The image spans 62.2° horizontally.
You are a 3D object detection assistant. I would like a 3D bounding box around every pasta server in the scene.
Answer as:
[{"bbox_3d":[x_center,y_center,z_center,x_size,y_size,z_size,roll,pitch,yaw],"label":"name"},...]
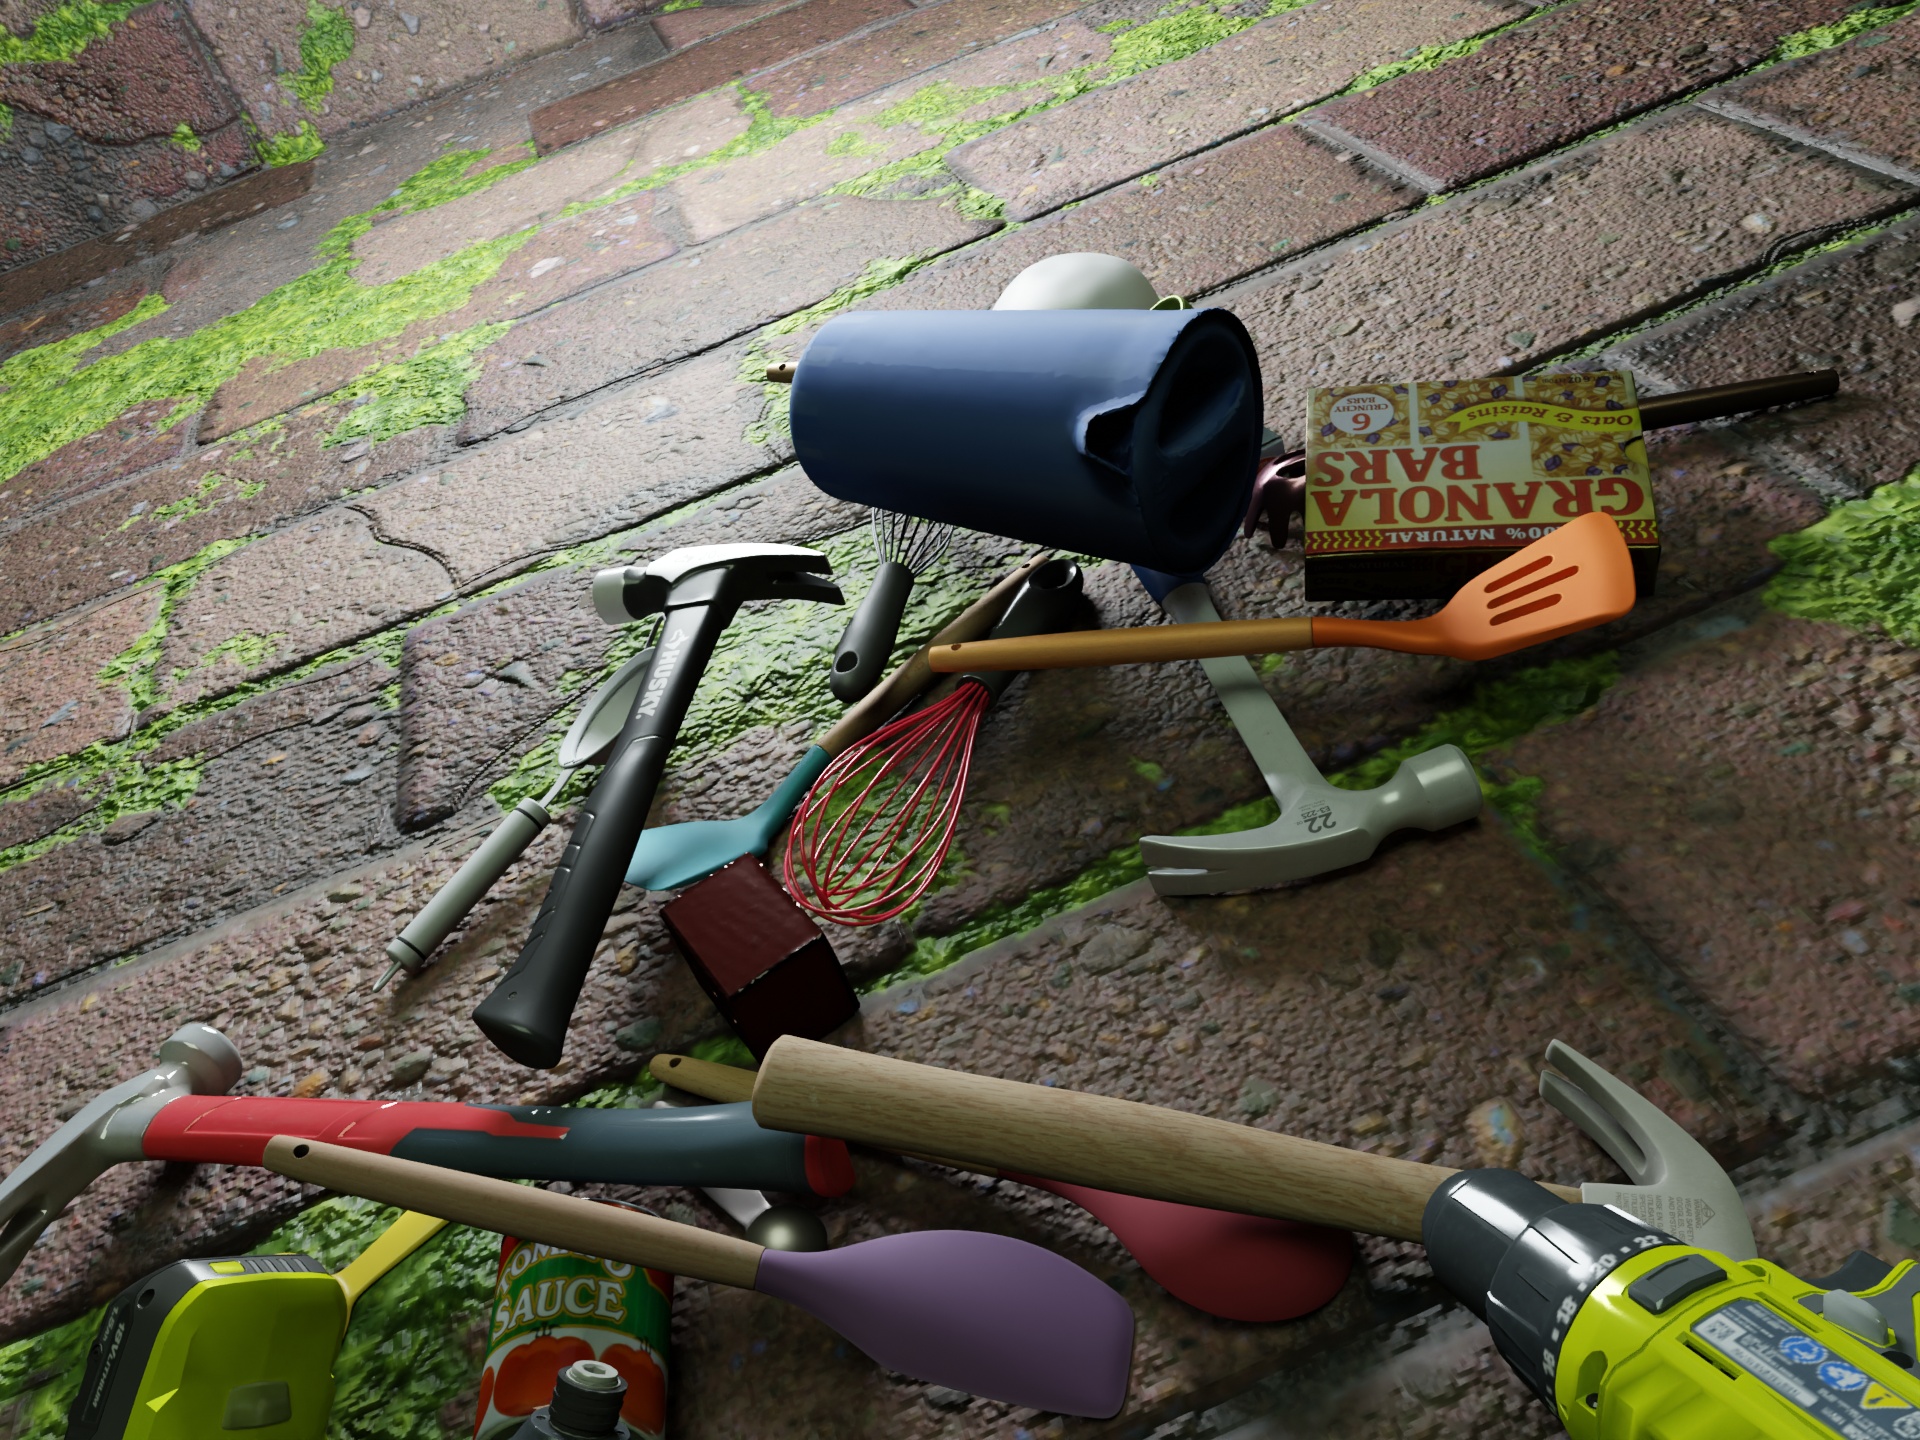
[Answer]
[{"bbox_3d":[0.310,-0.149,0.868,0.316,0.040,0.060,-9,38,8],"label":"pasta server"}]

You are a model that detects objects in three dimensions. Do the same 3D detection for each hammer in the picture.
[{"bbox_3d":[-0.154,0.024,0.773,0.146,0.035,0.335,-7,41,17],"label":"hammer"},{"bbox_3d":[0.090,0.149,0.541,0.331,0.031,0.130,8,42,13],"label":"hammer"},{"bbox_3d":[0.115,-0.058,0.835,0.144,0.035,0.406,-20,37,1],"label":"hammer"},{"bbox_3d":[-0.228,0.185,0.662,0.386,0.038,0.143,-4,26,22],"label":"hammer"}]

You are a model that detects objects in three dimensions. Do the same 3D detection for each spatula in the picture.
[{"bbox_3d":[0.139,-0.047,0.743,0.322,0.041,0.081,-4,38,15],"label":"spatula"},{"bbox_3d":[-0.095,0.186,0.563,0.316,0.018,0.060,11,43,4],"label":"spatula"},{"bbox_3d":[-0.058,-0.005,0.844,0.082,0.044,0.317,15,48,46],"label":"spatula"}]

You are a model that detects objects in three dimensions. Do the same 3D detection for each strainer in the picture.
[{"bbox_3d":[0.032,-0.256,1.088,0.256,0.069,0.152,-34,39,-20],"label":"strainer"},{"bbox_3d":[-0.225,0.047,0.862,0.087,0.050,0.258,-7,40,54],"label":"strainer"}]

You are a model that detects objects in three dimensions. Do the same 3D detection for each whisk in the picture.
[{"bbox_3d":[-0.001,-0.003,0.806,0.073,0.073,0.296,4,38,29],"label":"whisk"},{"bbox_3d":[-0.041,-0.080,0.902,0.055,0.055,0.239,-8,32,16],"label":"whisk"}]

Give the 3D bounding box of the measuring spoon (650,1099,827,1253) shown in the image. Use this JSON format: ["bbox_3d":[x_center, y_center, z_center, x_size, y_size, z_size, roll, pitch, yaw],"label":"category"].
[{"bbox_3d":[-0.098,0.185,0.648,0.034,0.018,0.124,-38,40,-21],"label":"measuring spoon"}]

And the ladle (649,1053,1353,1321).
[{"bbox_3d":[-0.003,0.166,0.624,0.315,0.031,0.069,5,42,32],"label":"ladle"}]

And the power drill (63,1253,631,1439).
[{"bbox_3d":[-0.193,0.261,0.504,0.223,0.080,0.171,10,82,36],"label":"power drill"}]

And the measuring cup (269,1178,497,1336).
[{"bbox_3d":[-0.248,0.216,0.670,0.156,0.029,0.062,-40,41,-24],"label":"measuring cup"}]

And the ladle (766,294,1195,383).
[{"bbox_3d":[0.006,-0.232,1.024,0.320,0.062,0.078,6,63,26],"label":"ladle"}]

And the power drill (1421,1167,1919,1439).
[{"bbox_3d":[0.260,0.147,0.428,0.228,0.080,0.191,-17,18,-19],"label":"power drill"}]
